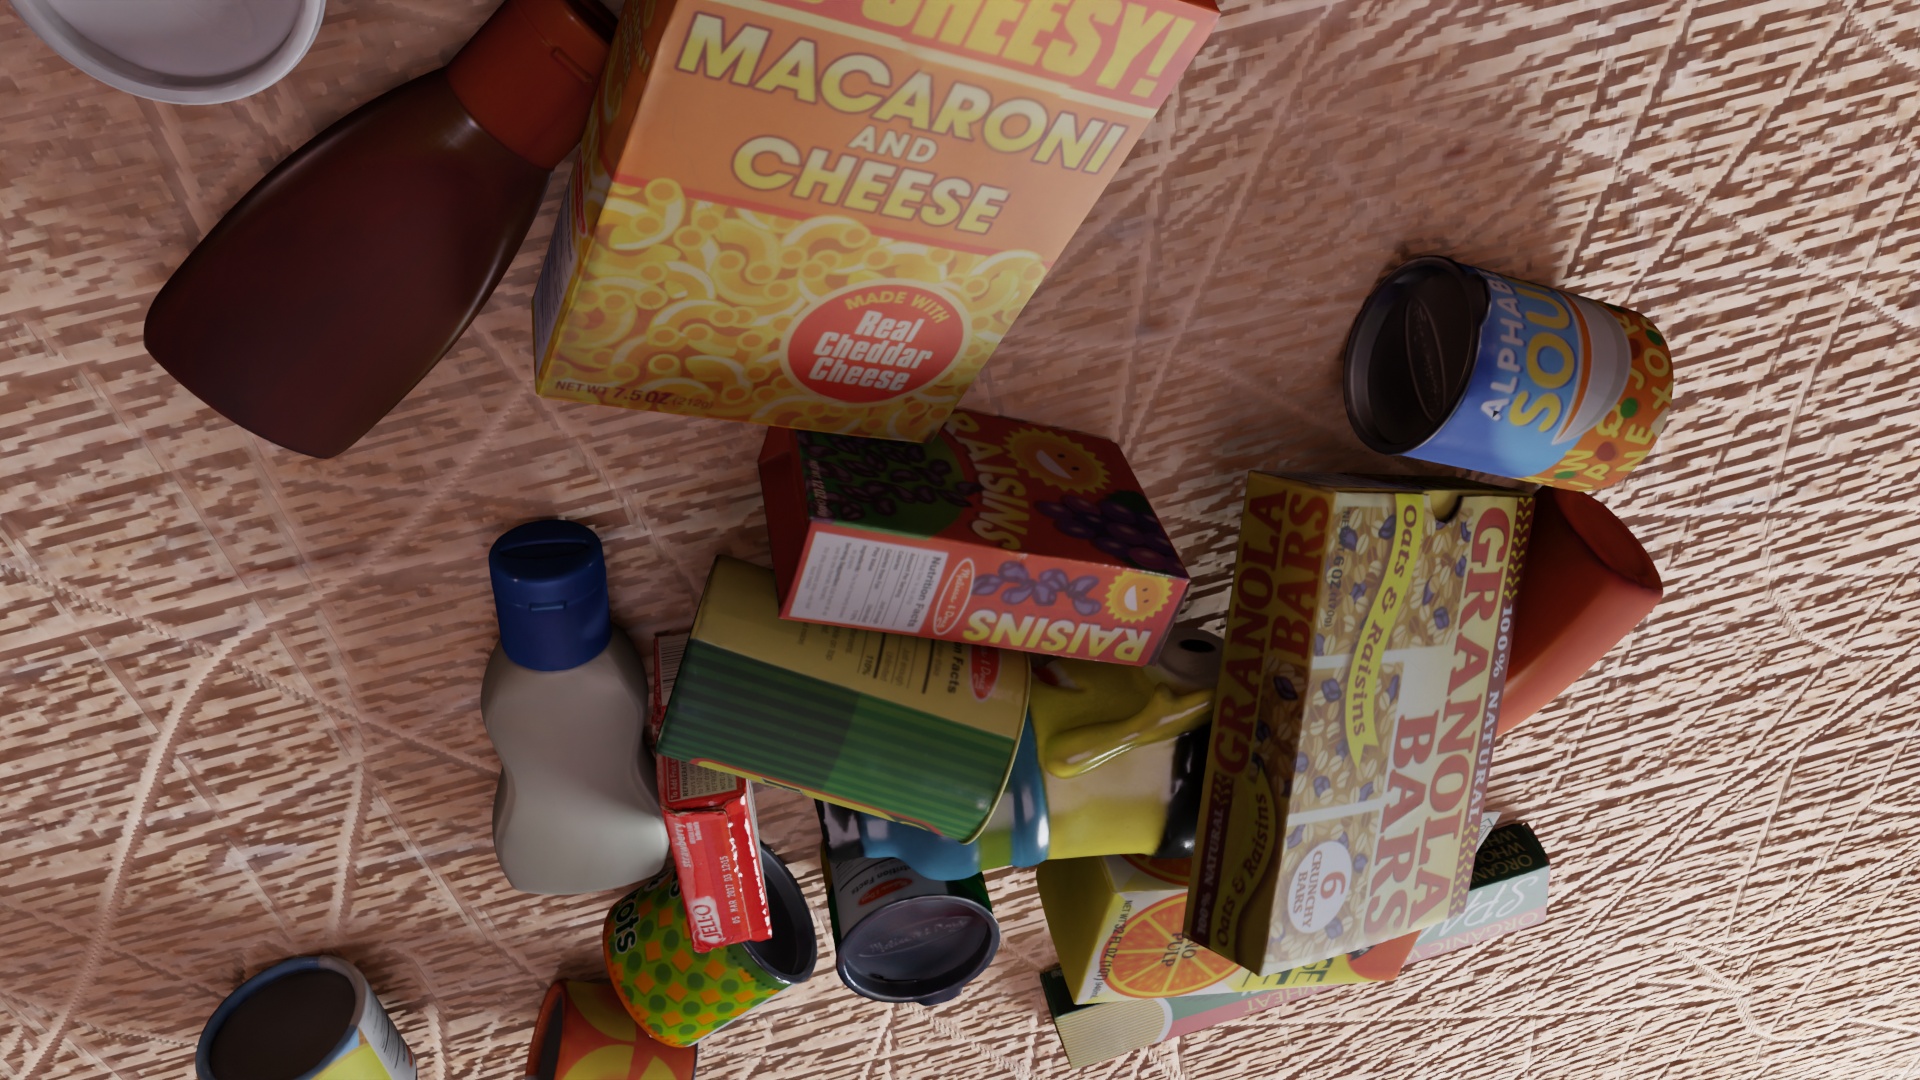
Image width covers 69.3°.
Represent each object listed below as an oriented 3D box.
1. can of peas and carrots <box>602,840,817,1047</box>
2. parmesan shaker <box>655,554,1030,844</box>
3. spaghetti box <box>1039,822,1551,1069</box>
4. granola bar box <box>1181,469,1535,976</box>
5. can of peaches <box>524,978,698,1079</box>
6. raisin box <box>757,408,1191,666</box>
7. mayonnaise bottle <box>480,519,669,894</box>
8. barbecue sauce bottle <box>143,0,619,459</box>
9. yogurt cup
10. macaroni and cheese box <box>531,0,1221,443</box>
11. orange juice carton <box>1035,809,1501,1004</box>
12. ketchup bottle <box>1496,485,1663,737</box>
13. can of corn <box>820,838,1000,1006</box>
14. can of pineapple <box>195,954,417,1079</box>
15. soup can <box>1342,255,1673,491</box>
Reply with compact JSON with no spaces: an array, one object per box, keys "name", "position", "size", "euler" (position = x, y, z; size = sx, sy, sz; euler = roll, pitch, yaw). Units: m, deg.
[{"name":"can of peas and carrots","position":[-0.101,0.158,0.557],"size":[0.058,0.071,0.070],"euler":[-33,127,12]},{"name":"parmesan shaker","position":[-0.038,0.049,0.442],"size":[0.103,0.072,0.071],"euler":[18,121,-9]},{"name":"spaghetti box","position":[0.164,0.196,0.674],"size":[0.250,0.029,0.050],"euler":[-17,129,-1]},{"name":"granola bar box","position":[0.144,0.060,0.494],"size":[0.124,0.039,0.165],"euler":[0,101,-39]},{"name":"can of peaches","position":[-0.149,0.222,0.592],"size":[0.058,0.071,0.071],"euler":[15,121,-23]},{"name":"raisin box","position":[0.002,-0.006,0.447],"size":[0.123,0.086,0.040],"euler":[9,122,-20]},{"name":"mayonnaise bottle","position":[-0.138,0.062,0.492],"size":[0.065,0.041,0.147],"euler":[-4,126,-12]},{"name":"barbecue sauce bottle","position":[-0.148,-0.089,0.375],"size":[0.148,0.044,0.064],"euler":[-39,126,15]},{"name":"yogurt cup","position":[-0.179,-0.142,0.320],"size":[0.072,0.054,0.072],"euler":[-7,127,-9]},{"name":"macaroni and cheese box","position":[-0.032,-0.095,0.360],"size":[0.124,0.040,0.165],"euler":[5,144,-28]},{"name":"orange juice carton","position":[0.137,0.143,0.599],"size":[0.193,0.073,0.071],"euler":[1,125,-15]},{"name":"ketchup bottle","position":[0.208,0.049,0.556],"size":[0.043,0.065,0.148],"euler":[19,125,-19]},{"name":"can of corn","position":[-0.021,0.147,0.572],"size":[0.071,0.058,0.070],"euler":[-7,127,-9]},{"name":"can of pineapple","position":[-0.261,0.210,0.553],"size":[0.071,0.071,0.057],"euler":[-12,127,-5]},{"name":"soup can","position":[0.185,-0.056,0.466],"size":[0.084,0.072,0.071],"euler":[9,123,-20]}]
